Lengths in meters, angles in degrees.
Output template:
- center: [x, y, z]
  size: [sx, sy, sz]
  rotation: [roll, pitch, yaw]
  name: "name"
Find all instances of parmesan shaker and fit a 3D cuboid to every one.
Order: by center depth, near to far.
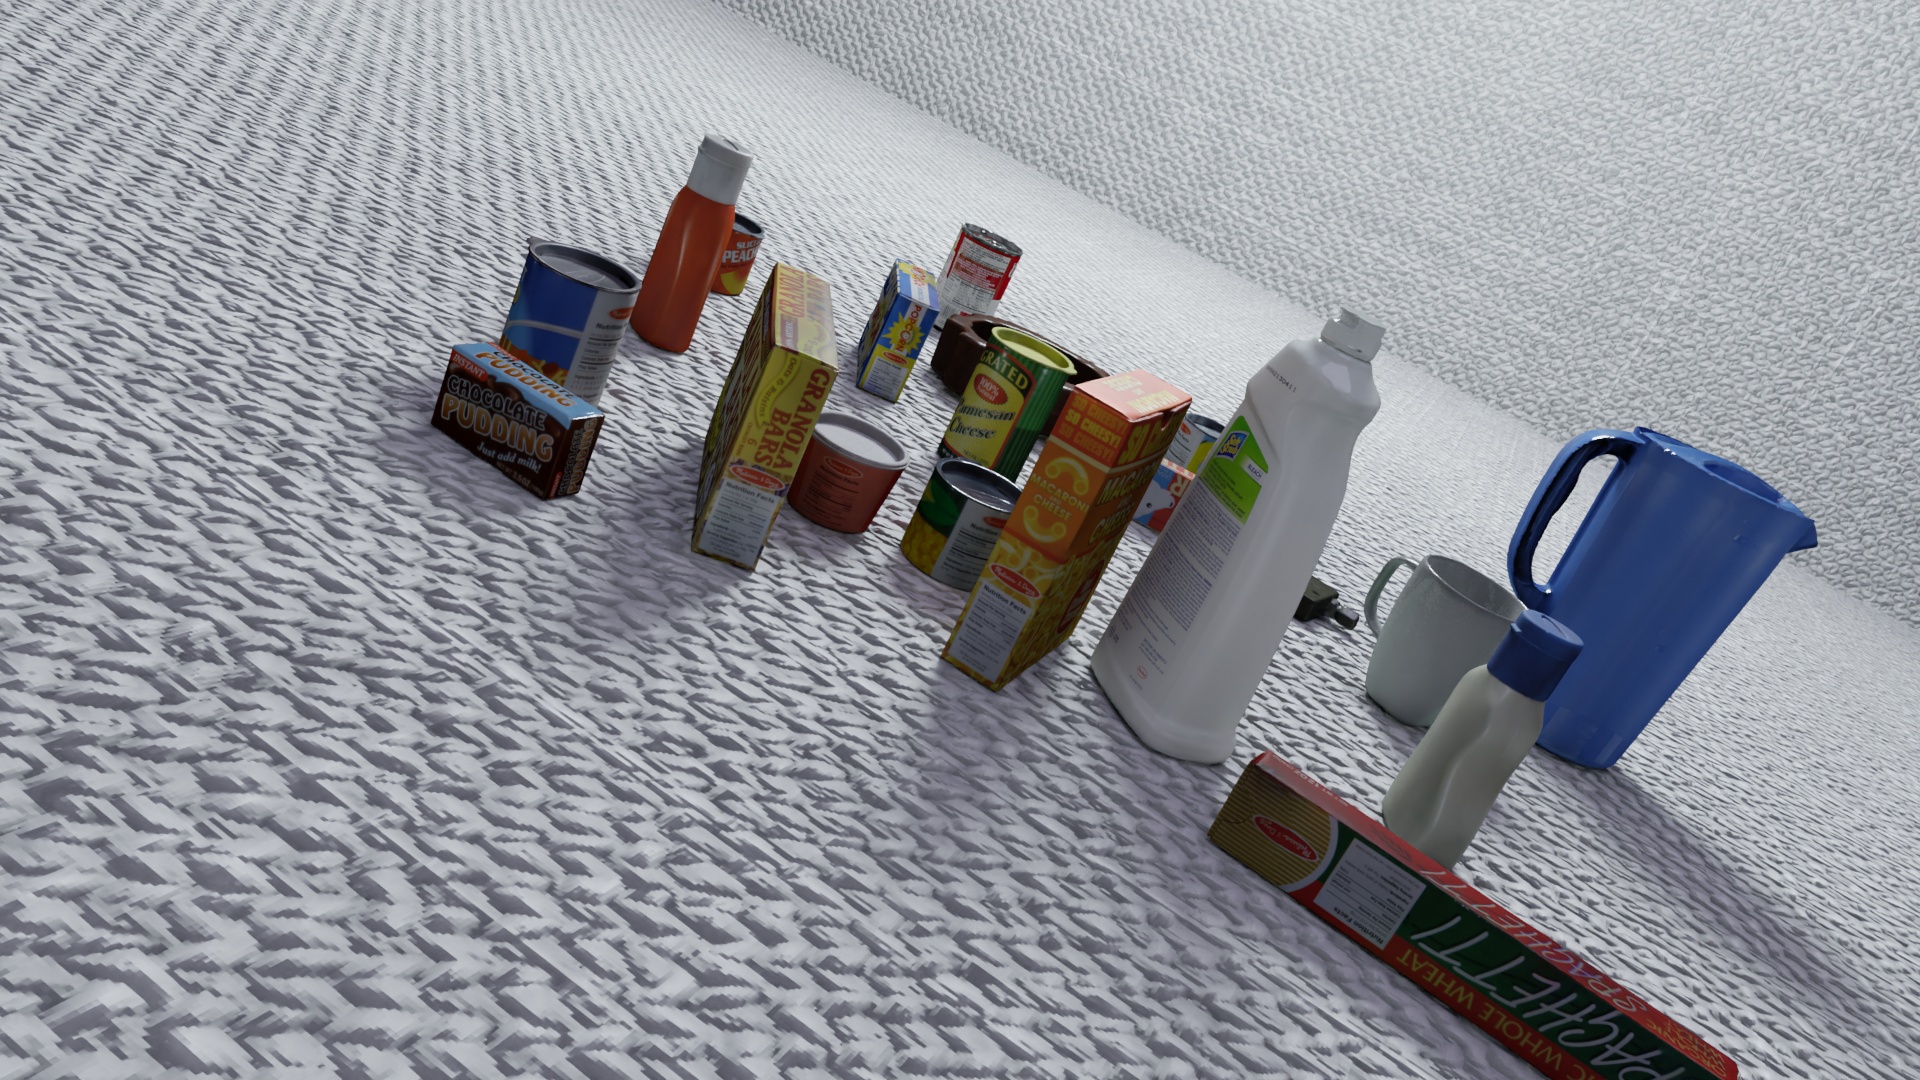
- center: [0.034, -0.096, 1.032]
  size: [0.071, 0.102, 0.071]
  rotation: [23, 21, -9]
  name: "parmesan shaker"

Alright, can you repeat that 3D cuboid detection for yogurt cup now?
- center: [-0.071, -0.041, 0.846]
  size: [0.072, 0.053, 0.073]
  rotation: [23, 21, -9]
  name: "yogurt cup"

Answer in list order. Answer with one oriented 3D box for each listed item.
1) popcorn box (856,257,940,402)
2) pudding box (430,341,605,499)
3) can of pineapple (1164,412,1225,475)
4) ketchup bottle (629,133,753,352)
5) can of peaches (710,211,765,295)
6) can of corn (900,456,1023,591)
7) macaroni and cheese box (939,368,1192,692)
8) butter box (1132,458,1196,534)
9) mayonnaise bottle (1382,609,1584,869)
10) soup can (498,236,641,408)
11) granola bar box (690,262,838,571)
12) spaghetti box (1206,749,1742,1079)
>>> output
- center: [-0.052, -0.175, 1.145]
  size: [0.038, 0.085, 0.127]
  rotation: [21, 21, -12]
  name: "popcorn box"
- center: [-0.230, -0.063, 0.723]
  size: [0.084, 0.049, 0.030]
  rotation: [32, 21, 16]
  name: "pudding box"
- center: [0.222, -0.075, 1.261]
  size: [0.071, 0.057, 0.071]
  rotation: [23, 21, -9]
  name: "can of pineapple"
- center: [-0.190, -0.211, 0.983]
  size: [0.043, 0.148, 0.065]
  rotation: [12, 24, -33]
  name: "ketchup bottle"
- center: [-0.205, -0.247, 1.179]
  size: [0.071, 0.058, 0.071]
  rotation: [23, 21, -9]
  name: "can of peaches"
- center: [0.003, -0.011, 0.855]
  size: [0.071, 0.058, 0.071]
  rotation: [23, 21, -9]
  name: "can of corn"
- center: [0.062, -0.009, 0.766]
  size: [0.040, 0.165, 0.124]
  rotation: [32, 21, 15]
  name: "macaroni and cheese box"
- center: [0.174, -0.028, 1.101]
  size: [0.103, 0.053, 0.024]
  rotation: [26, 20, 2]
  name: "butter box"
- center: [0.291, 0.109, 0.775]
  size: [0.041, 0.147, 0.065]
  rotation: [23, 20, -8]
  name: "mayonnaise bottle"
- center: [-0.235, -0.126, 0.818]
  size: [0.071, 0.083, 0.071]
  rotation: [23, 21, -9]
  name: "soup can"
- center: [-0.111, -0.076, 0.785]
  size: [0.039, 0.123, 0.166]
  rotation: [20, 21, -16]
  name: "granola bar box"
- center: [0.235, 0.191, 0.653]
  size: [0.250, 0.050, 0.029]
  rotation: [34, 22, 20]
  name: "spaghetti box"
